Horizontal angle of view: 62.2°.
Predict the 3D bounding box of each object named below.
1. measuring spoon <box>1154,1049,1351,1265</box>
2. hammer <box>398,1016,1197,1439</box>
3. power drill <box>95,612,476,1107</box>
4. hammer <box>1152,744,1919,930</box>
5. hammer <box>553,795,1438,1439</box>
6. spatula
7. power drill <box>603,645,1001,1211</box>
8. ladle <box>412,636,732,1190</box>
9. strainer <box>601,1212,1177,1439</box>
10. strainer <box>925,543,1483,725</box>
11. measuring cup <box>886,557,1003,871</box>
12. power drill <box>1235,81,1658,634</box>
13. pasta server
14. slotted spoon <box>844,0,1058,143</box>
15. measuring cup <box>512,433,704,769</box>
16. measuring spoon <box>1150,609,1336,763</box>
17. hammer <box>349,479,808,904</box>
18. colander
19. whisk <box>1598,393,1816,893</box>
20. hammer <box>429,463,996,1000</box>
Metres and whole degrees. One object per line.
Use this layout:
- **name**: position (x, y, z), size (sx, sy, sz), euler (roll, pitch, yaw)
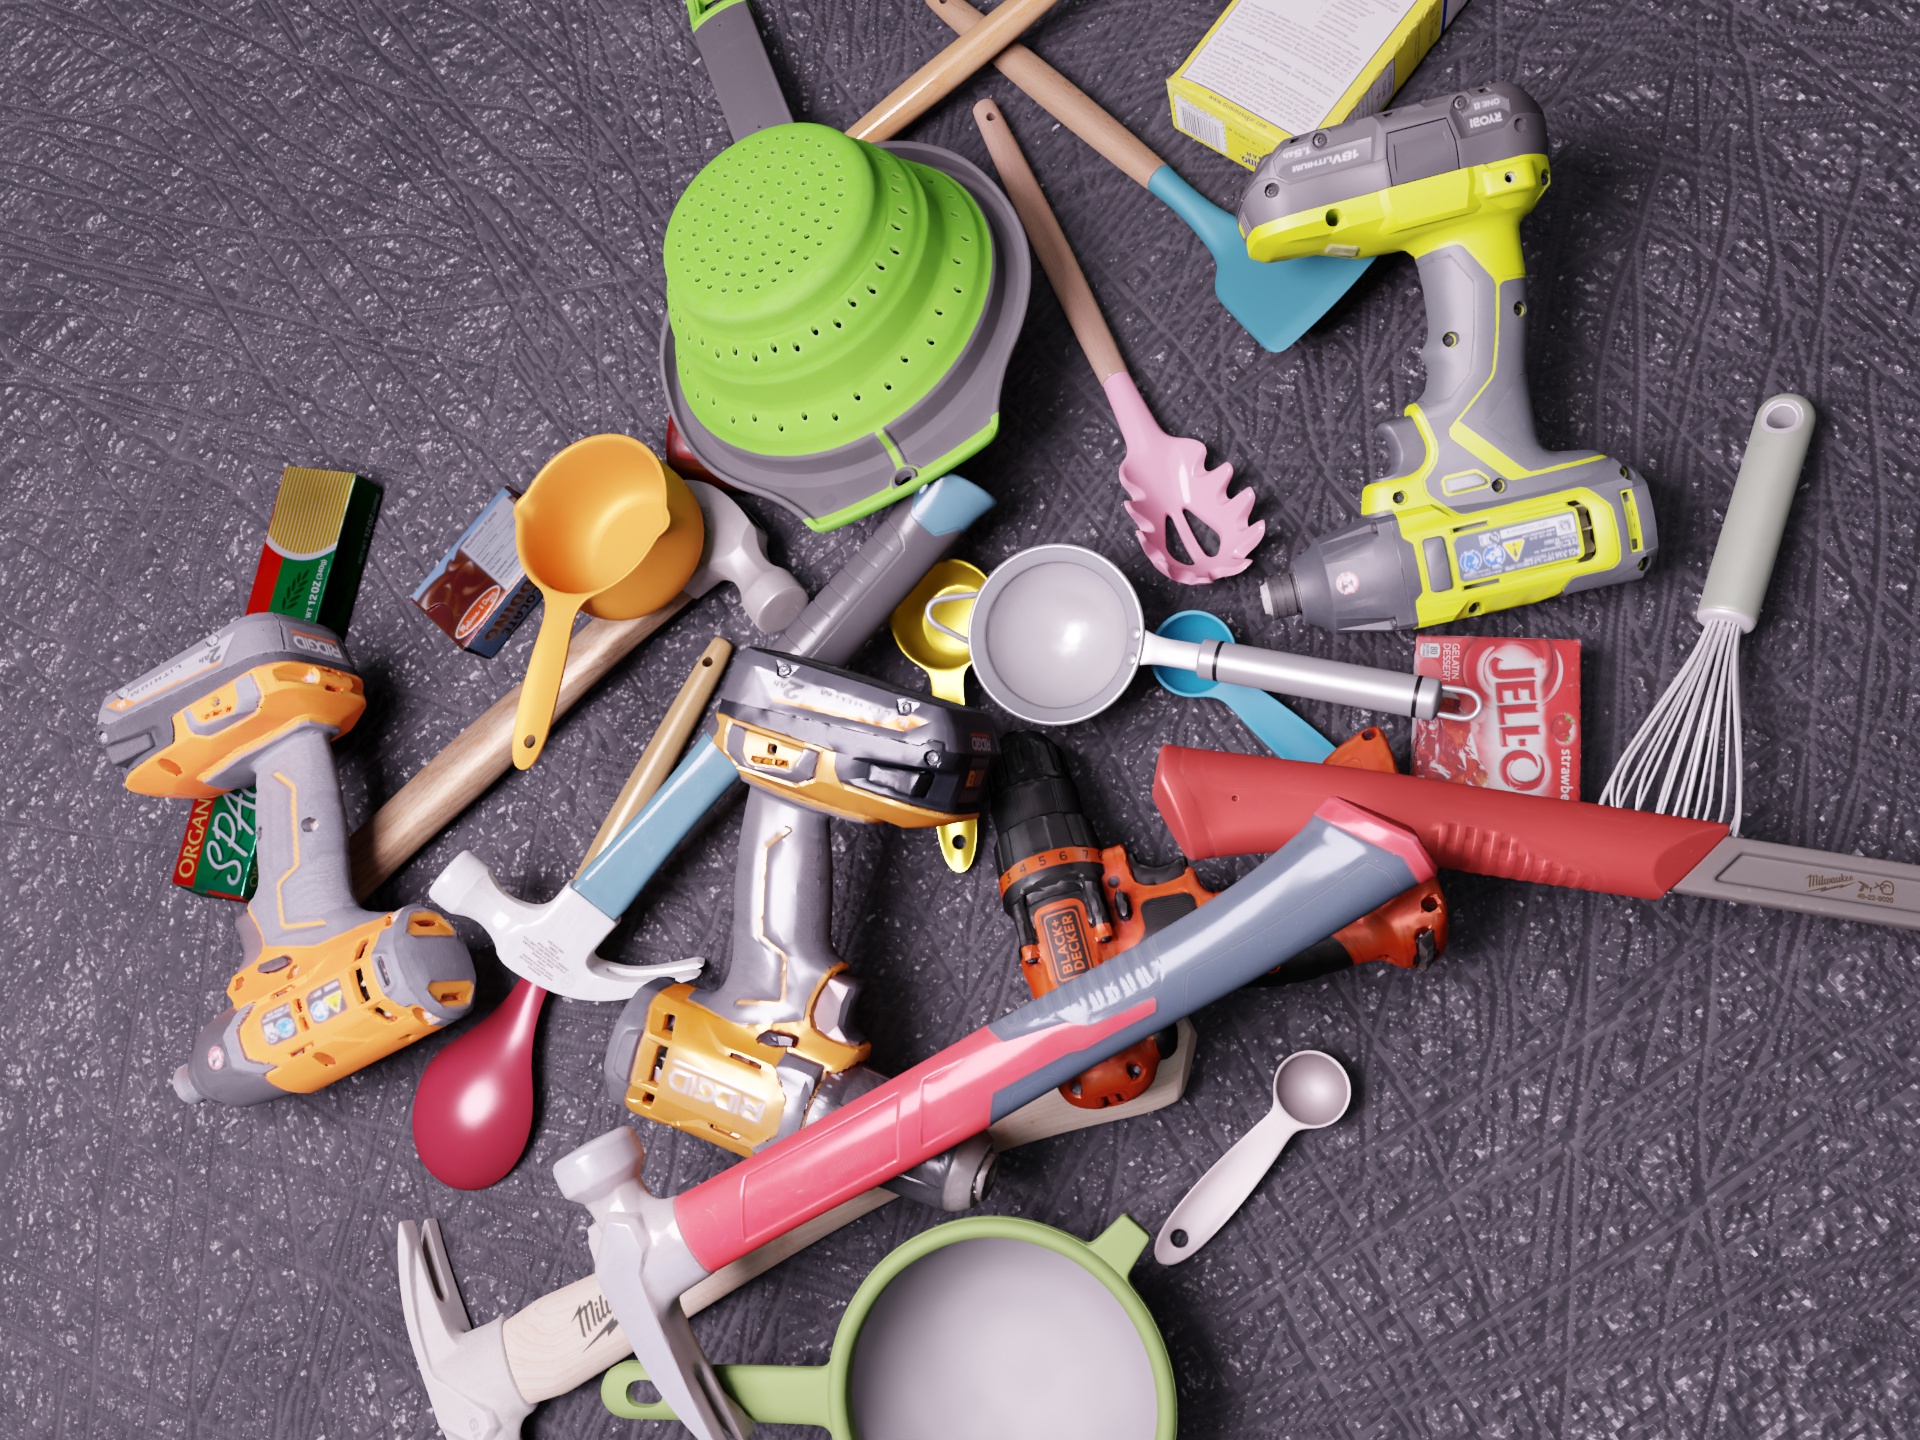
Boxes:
- **measuring spoon**: position (0.131, 0.200, 0.725), size (0.034, 0.018, 0.124), euler (42, 97, 19)
- **hammer**: position (-0.080, 0.224, 0.760), size (0.410, 0.038, 0.146), euler (-29, 71, 6)
- **power drill**: position (-0.355, 0.079, 0.809), size (0.164, 0.084, 0.227), euler (-27, 76, 12)
- **hammer**: position (0.259, 0.042, 0.645), size (0.359, 0.036, 0.149), euler (9, 75, 5)
- **hammer**: position (0.020, 0.156, 0.641), size (0.386, 0.038, 0.143), euler (-31, 83, 12)
- **spatula**: position (0.085, -0.306, 0.834), size (0.082, 0.044, 0.318), euler (-46, 70, 6)
- **power drill**: position (-0.049, 0.097, 0.714), size (0.185, 0.084, 0.226), euler (17, 94, 18)
- **ladle**: position (-0.197, 0.097, 0.825), size (0.069, 0.031, 0.315), euler (26, 83, 16)
- **strainer**: position (-0.030, 0.294, 0.711), size (0.256, 0.069, 0.151), euler (-4, 83, 12)
- **strainer**: position (0.109, -0.028, 0.738), size (0.258, 0.050, 0.087), euler (12, 92, 22)
- **measuring cup**: position (-0.001, -0.003, 0.801), size (0.062, 0.029, 0.156), euler (-4, 86, 18)
- **power drill**: position (0.205, -0.155, 0.723), size (0.171, 0.080, 0.223), euler (-12, 95, 8)
- **pasta server**: position (0.070, -0.201, 0.817), size (0.060, 0.040, 0.316), euler (-21, 72, -4)
- **slotted spoon**: position (0.030, -0.374, 0.847), size (0.313, 0.031, 0.070), euler (-33, 63, 16)
- **measuring cup**: position (-0.183, -0.054, 0.797), size (0.095, 0.052, 0.174), euler (8, 78, 25)
- **measuring spoon**: position (0.146, -0.004, 0.767), size (0.129, 0.021, 0.042), euler (42, 100, 10)
- **hammer**: position (-0.236, -0.002, 0.848), size (0.331, 0.031, 0.130), euler (-41, 62, 5)
- **colander**: position (-0.101, -0.285, 0.813), size (0.204, 0.094, 0.398), euler (-27, 60, 11)
- **whisk**: position (0.339, -0.037, 0.708), size (0.058, 0.059, 0.246), euler (13, 76, 35)
- **hammer**: position (-0.107, 0.003, 0.784), size (0.128, 0.033, 0.331), euler (41, 93, -7)
